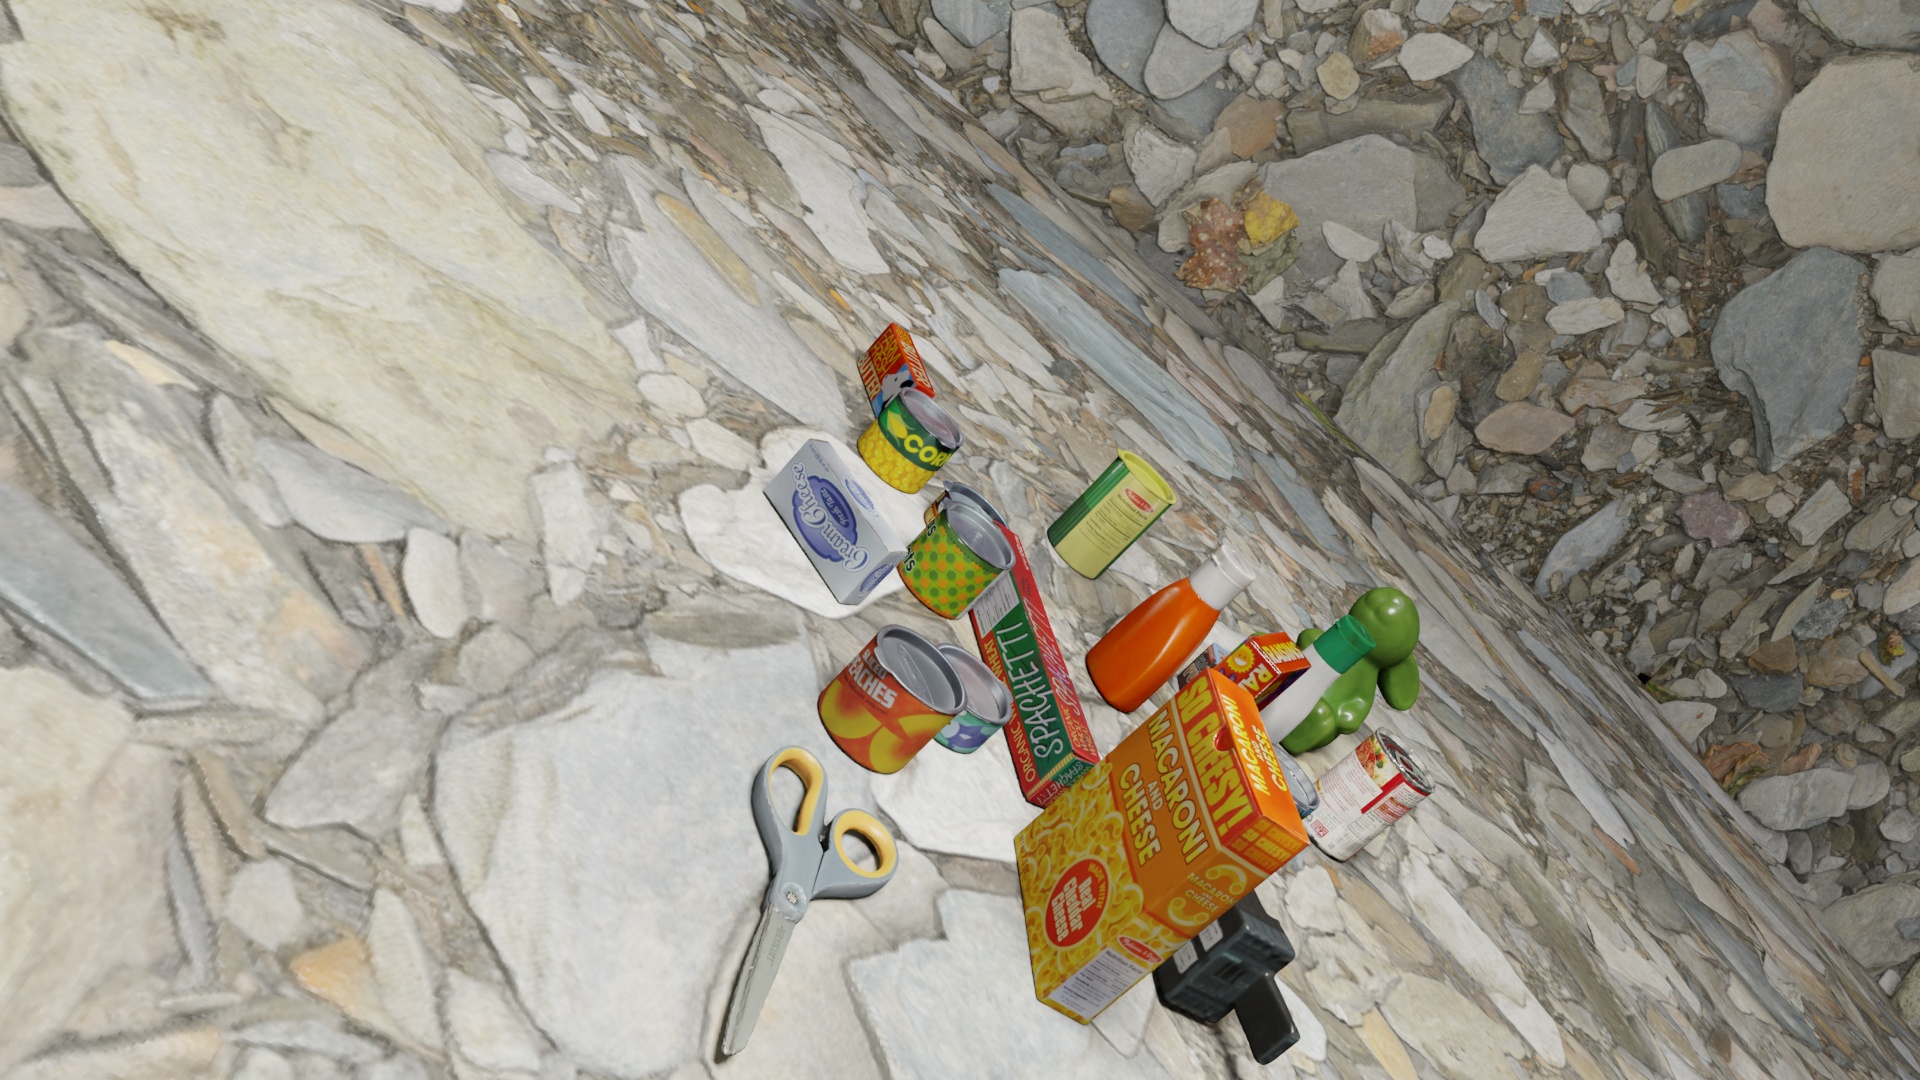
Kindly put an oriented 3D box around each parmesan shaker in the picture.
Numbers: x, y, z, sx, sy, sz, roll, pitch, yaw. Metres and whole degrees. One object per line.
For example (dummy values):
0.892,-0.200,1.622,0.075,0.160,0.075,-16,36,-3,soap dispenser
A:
0.133,-0.025,1.256,0.071,0.102,0.071,37,22,-18,parmesan shaker

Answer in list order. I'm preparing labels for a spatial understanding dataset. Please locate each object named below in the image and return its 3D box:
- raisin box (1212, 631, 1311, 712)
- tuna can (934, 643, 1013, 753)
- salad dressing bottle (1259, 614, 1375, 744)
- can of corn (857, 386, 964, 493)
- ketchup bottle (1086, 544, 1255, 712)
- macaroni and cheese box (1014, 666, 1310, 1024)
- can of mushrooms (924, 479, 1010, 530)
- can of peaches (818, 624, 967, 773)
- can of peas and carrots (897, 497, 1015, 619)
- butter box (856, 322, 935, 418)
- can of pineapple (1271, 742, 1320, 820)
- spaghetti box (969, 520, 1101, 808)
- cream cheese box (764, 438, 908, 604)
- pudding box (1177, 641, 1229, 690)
0.206,0.125,1.079,0.040,0.123,0.086,52,23,21,raisin box
-0.001,0.101,0.885,0.071,0.032,0.071,36,22,-18,tuna can
0.290,0.125,1.194,0.044,0.147,0.064,38,22,-14,salad dressing bottle
-0.039,-0.078,1.113,0.071,0.058,0.071,37,22,-18,can of corn
0.164,0.065,1.081,0.043,0.148,0.065,28,26,-35,ketchup bottle
0.103,0.166,0.765,0.040,0.166,0.124,34,23,-23,macaroni and cheese box
0.004,-0.014,1.104,0.071,0.033,0.071,36,22,-18,can of mushrooms
-0.041,0.091,0.798,0.071,0.058,0.071,37,22,-18,can of peaches
-0.005,0.013,1.004,0.071,0.058,0.071,37,22,-18,can of peas and carrots
-0.057,-0.141,1.205,0.024,0.053,0.104,28,26,-34,butter box
0.236,0.200,1.082,0.071,0.057,0.071,37,22,-18,can of pineapple
0.042,0.080,0.974,0.028,0.050,0.251,30,25,-31,spaghetti box
-0.083,-0.012,0.921,0.104,0.053,0.024,53,23,23,cream cheese box
0.216,0.130,1.188,0.030,0.049,0.084,38,22,-15,pudding box
